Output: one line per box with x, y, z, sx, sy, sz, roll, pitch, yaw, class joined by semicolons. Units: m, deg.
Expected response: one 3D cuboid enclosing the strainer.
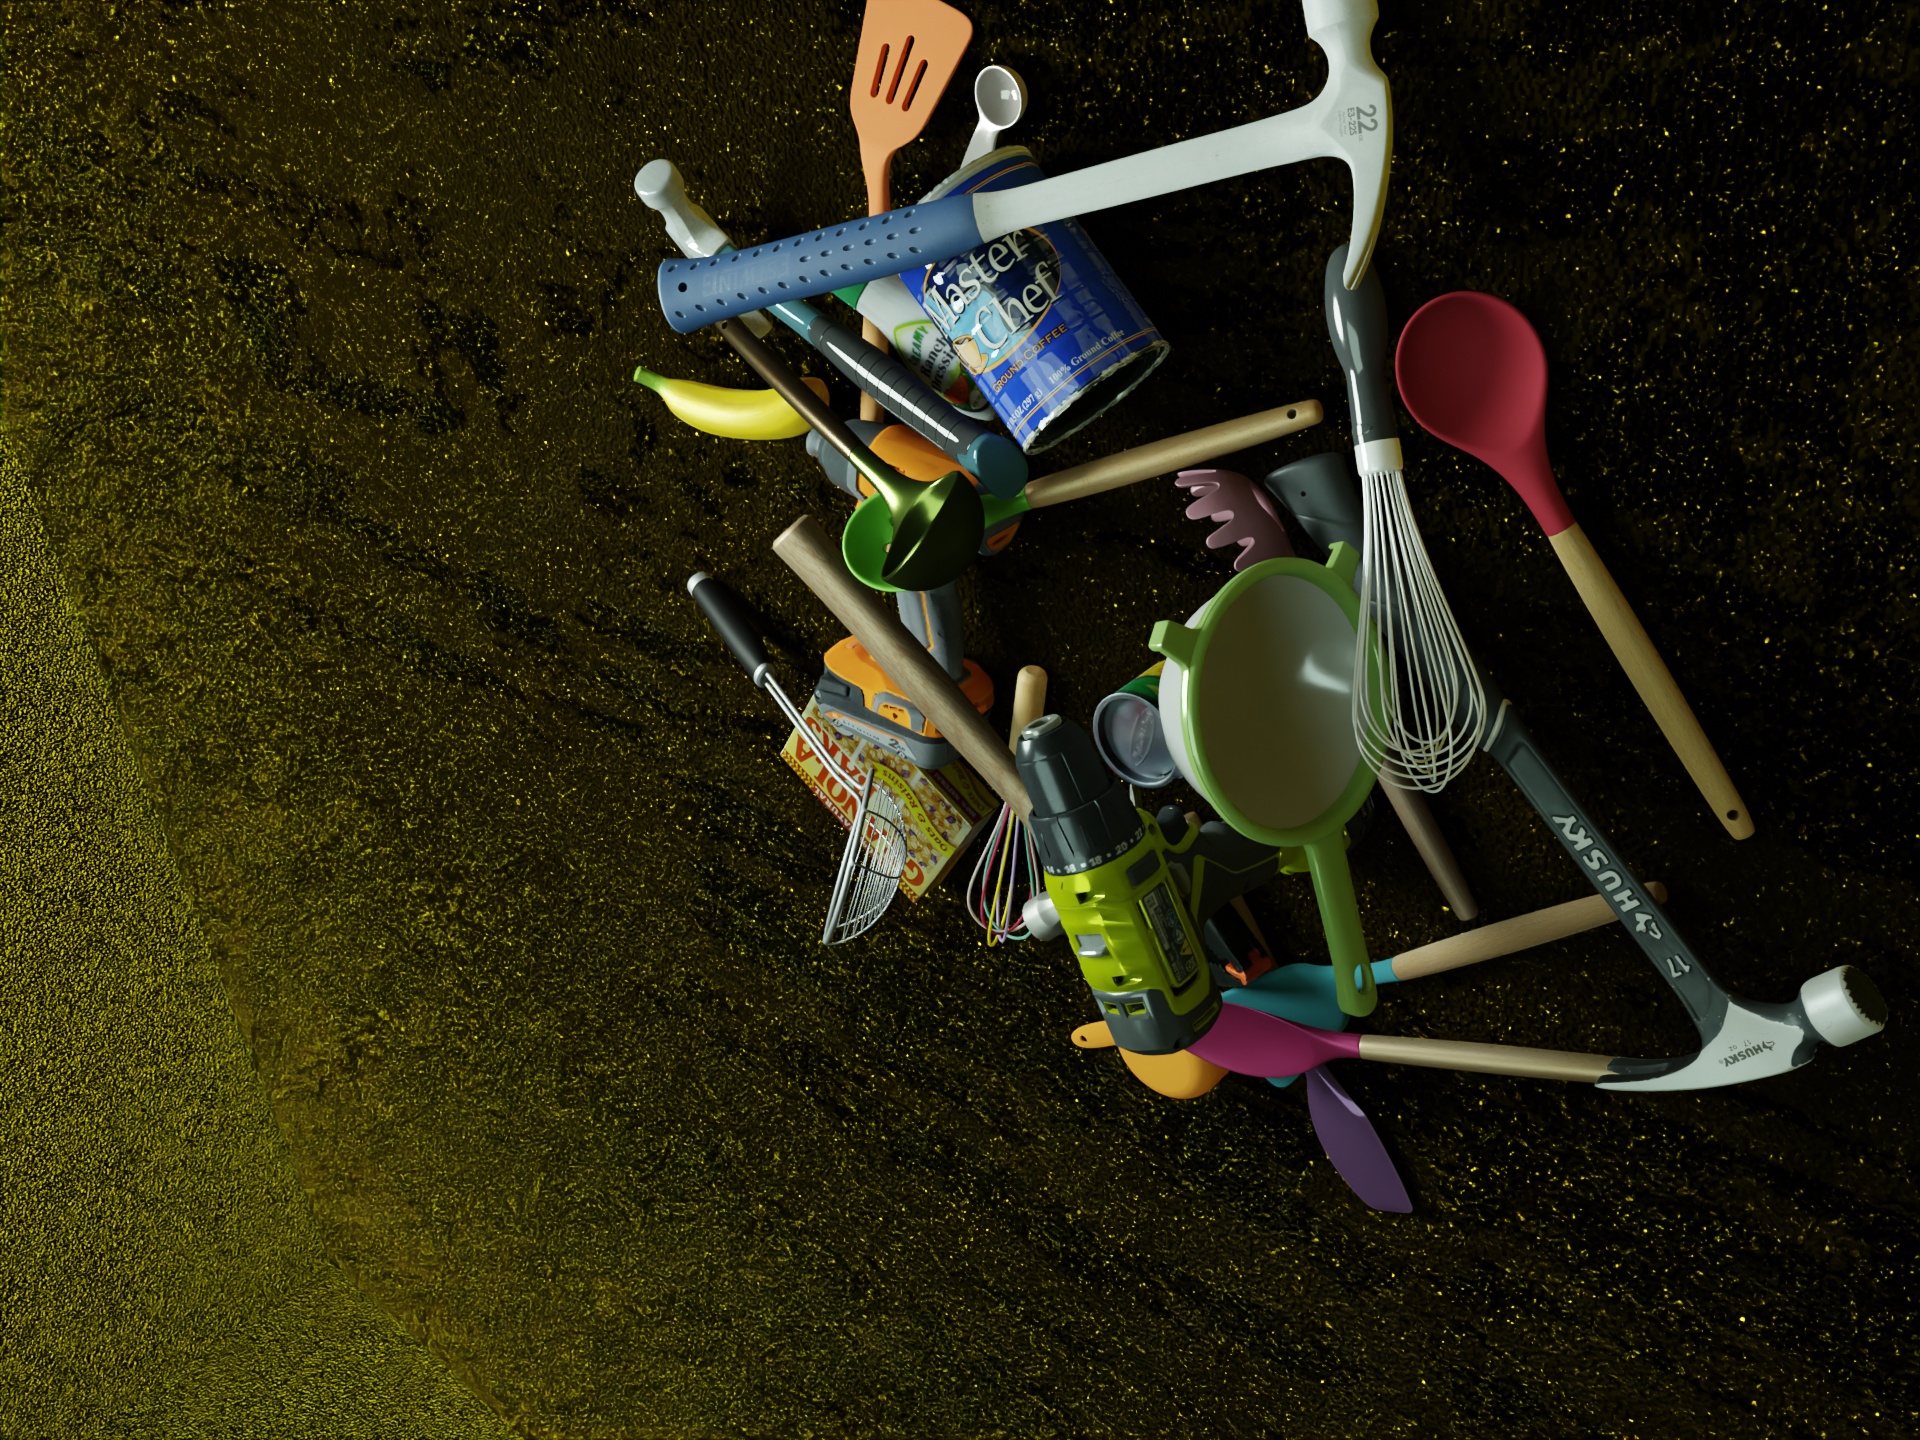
0.171;0.039;0.859;0.069;0.151;0.256;3;114;55;strainer

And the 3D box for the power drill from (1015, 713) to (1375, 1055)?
0.131;0.052;0.908;0.080;0.228;0.190;-11;107;48;power drill

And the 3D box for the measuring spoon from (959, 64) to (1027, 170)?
0.015;-0.334;0.944;0.034;0.018;0.124;44;146;13;measuring spoon

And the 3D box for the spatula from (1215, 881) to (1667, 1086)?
0.285;0.154;0.966;0.082;0.044;0.317;48;140;-8;spatula

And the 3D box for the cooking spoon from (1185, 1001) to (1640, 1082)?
0.275;0.205;0.986;0.319;0.017;0.068;-1;126;34;cooking spoon

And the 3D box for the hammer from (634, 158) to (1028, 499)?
-0.079;-0.239;1.003;0.331;0.033;0.128;42;177;29;hammer

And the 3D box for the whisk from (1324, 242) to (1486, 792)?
0.220;-0.103;0.815;0.070;0.070;0.284;-7;93;48;whisk

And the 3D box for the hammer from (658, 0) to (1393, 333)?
0.021;-0.260;0.834;0.405;0.035;0.144;-7;99;24;hammer

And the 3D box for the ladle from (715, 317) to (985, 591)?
-0.086;-0.186;1.006;0.078;0.062;0.320;-52;53;14;ladle

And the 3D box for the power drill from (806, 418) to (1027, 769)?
-0.043;-0.096;1.103;0.164;0.084;0.226;26;128;26;power drill

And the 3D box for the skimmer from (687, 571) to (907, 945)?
-0.145;0.010;1.202;0.364;0.090;0.127;51;140;32;skimmer

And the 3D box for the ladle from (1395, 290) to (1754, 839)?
0.315;-0.074;0.795;0.069;0.031;0.315;-30;95;26;ladle

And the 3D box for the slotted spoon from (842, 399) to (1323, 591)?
0.065;-0.138;0.945;0.314;0.031;0.070;-13;80;30;slotted spoon

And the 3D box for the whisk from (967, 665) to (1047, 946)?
0.040;0.069;1.160;0.051;0.047;0.244;34;133;36;whisk

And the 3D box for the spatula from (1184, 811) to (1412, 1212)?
0.222;0.202;1.082;0.060;0.018;0.316;-16;104;56;spatula

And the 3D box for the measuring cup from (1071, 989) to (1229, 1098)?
0.128;0.238;1.174;0.173;0.052;0.095;-23;98;48;measuring cup

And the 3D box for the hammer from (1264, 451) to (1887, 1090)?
0.298;0.021;0.856;0.409;0.036;0.149;54;134;8;hammer

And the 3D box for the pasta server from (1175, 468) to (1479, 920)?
0.216;-0.012;0.913;0.040;0.060;0.316;-27;104;19;pasta server

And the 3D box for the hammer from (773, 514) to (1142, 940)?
-0.002;-0.003;1.052;0.331;0.031;0.130;49;126;-6;hammer

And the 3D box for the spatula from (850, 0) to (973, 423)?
-0.046;-0.296;1.023;0.081;0.041;0.322;33;139;26;spatula
